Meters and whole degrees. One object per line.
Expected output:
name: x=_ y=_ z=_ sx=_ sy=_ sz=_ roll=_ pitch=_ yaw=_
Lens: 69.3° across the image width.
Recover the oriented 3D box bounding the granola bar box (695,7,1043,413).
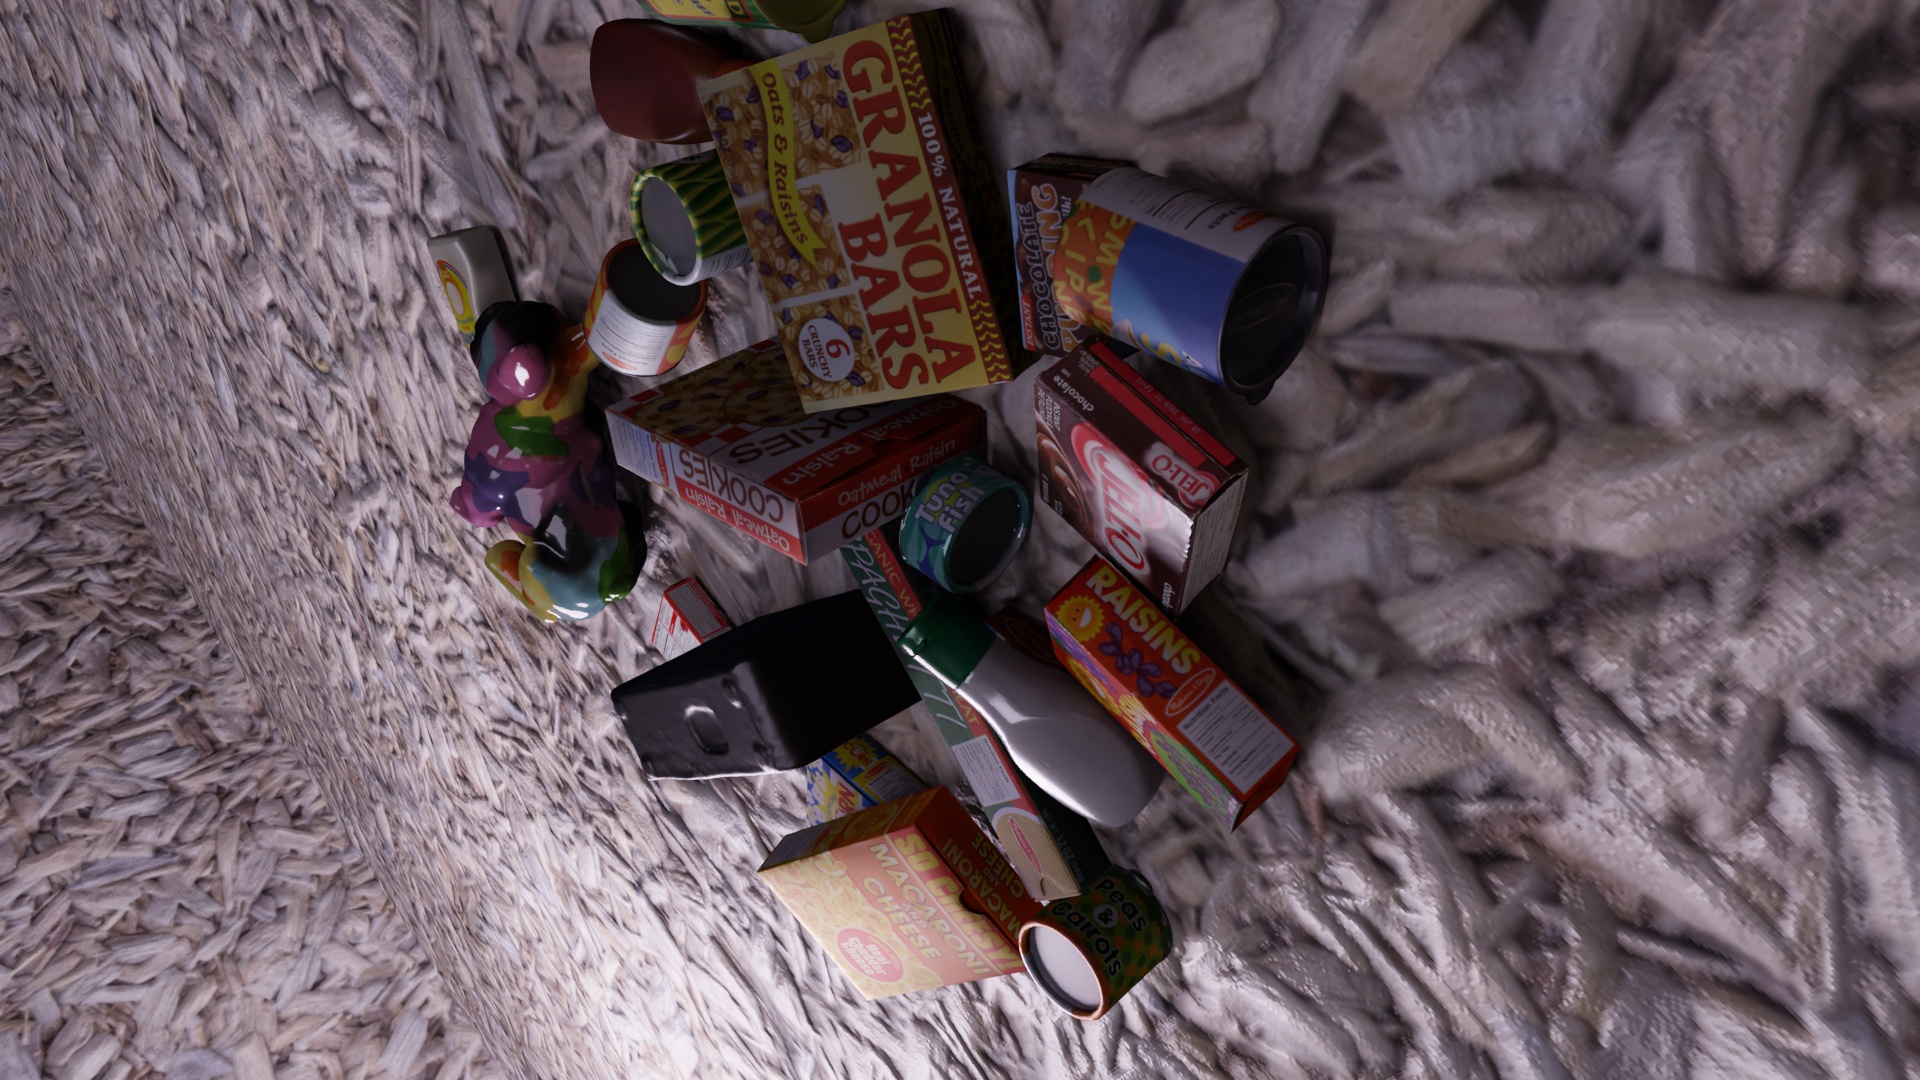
granola bar box: x=-0.041 y=-0.150 z=0.655 sx=0.124 sy=0.039 sz=0.165 roll=-6 pitch=111 yaw=32

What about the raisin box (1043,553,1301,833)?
raisin box: x=0.096 y=0.072 z=0.640 sx=0.123 sy=0.040 sz=0.086 roll=45 pitch=172 yaw=20

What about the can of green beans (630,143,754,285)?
can of green beans: x=-0.141 y=-0.181 z=0.769 sx=0.071 sy=0.058 sz=0.071 roll=30 pitch=134 yaw=36

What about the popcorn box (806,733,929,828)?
popcorn box: x=-0.066 y=0.196 z=0.955 sx=0.085 sy=0.038 sz=0.126 roll=34 pitch=137 yaw=31

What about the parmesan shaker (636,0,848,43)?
parmesan shaker: x=-0.106 y=-0.273 z=0.655 sx=0.103 sy=0.071 sz=0.071 roll=21 pitch=129 yaw=42

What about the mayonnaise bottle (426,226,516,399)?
mayonnaise bottle: x=-0.361 y=-0.164 z=1.067 sx=0.065 sy=0.041 sz=0.147 roll=8 pitch=119 yaw=46

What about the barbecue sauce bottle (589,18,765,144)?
barbecue sauce bottle: x=-0.140 y=-0.241 z=0.740 sx=0.149 sy=0.044 sz=0.064 roll=23 pitch=125 yaw=40

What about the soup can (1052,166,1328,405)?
soup can: x=0.087 y=-0.099 z=0.537 sx=0.084 sy=0.071 sz=0.071 roll=31 pitch=135 yaw=36

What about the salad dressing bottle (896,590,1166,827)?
salad dressing bottle: x=0.036 y=0.084 z=0.707 sx=0.147 sy=0.044 sz=0.064 roll=39 pitch=126 yaw=-3

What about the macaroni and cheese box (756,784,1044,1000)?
macaroni and cheese box: x=-0.037 y=0.230 z=0.890 sx=0.166 sy=0.040 sz=0.123 roll=-27 pitch=106 yaw=43

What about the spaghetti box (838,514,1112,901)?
spaghetti box: x=0.001 y=0.078 z=0.755 sx=0.050 sy=0.029 sz=0.250 roll=-32 pitch=87 yaw=56

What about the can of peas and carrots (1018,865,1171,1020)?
can of peas and carrots: x=0.076 y=0.225 z=0.782 sx=0.071 sy=0.059 sz=0.070 roll=30 pitch=135 yaw=35

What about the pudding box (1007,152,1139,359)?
pudding box: x=0.050 y=-0.121 z=0.599 sx=0.050 sy=0.030 sz=0.083 roll=23 pitch=130 yaw=42

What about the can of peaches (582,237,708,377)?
can of peaches: x=-0.193 y=-0.145 z=0.855 sx=0.071 sy=0.071 sz=0.057 roll=54 pitch=144 yaw=9

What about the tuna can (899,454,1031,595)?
tuna can: x=0.003 y=-0.009 z=0.702 sx=0.033 sy=0.071 sz=0.070 roll=32 pitch=136 yaw=32

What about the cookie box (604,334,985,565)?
cookie box: x=-0.088 y=-0.055 z=0.734 sx=0.167 sy=0.123 sz=0.040 roll=25 pitch=133 yaw=39

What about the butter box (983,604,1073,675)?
butter box: x=0.030 y=0.089 z=0.775 sx=0.053 sy=0.024 sz=0.103 roll=40 pitch=139 yaw=28
